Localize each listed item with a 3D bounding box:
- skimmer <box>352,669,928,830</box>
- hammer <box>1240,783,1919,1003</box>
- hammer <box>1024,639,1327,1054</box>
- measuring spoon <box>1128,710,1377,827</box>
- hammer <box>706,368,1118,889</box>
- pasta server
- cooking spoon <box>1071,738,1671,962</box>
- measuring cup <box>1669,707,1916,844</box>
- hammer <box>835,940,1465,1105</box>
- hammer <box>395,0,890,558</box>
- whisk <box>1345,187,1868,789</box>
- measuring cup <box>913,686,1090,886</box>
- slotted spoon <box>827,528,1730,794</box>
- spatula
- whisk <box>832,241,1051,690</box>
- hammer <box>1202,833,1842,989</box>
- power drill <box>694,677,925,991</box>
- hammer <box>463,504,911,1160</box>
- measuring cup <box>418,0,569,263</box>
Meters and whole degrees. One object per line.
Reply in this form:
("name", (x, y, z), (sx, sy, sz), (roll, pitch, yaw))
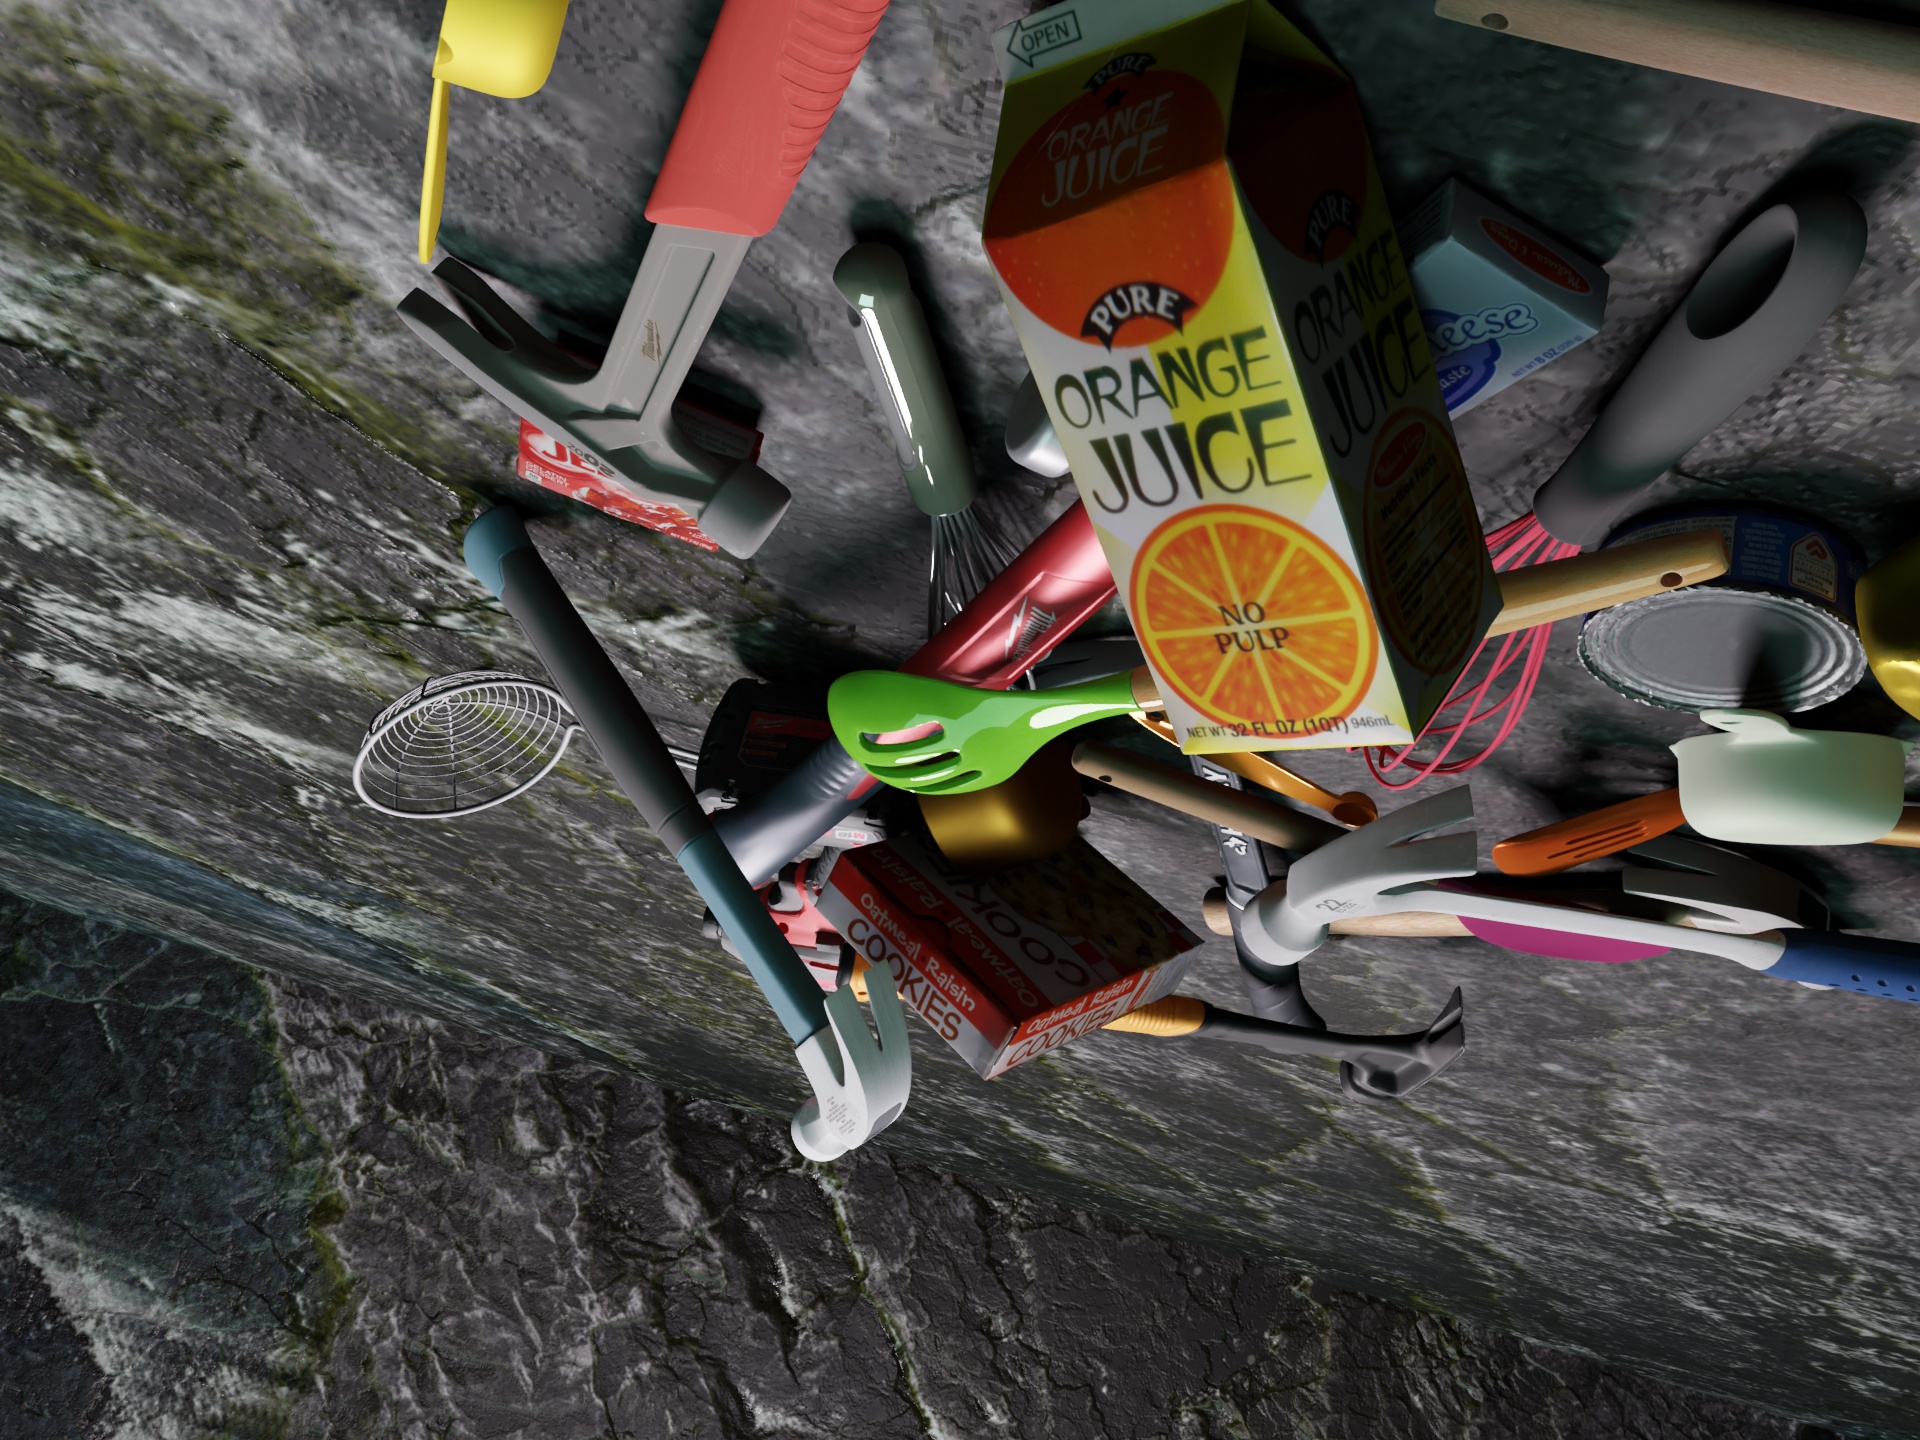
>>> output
("skimmer", (-0.164, 0.048, 0.932), (0.363, 0.090, 0.127), (15, 144, 2))
("hammer", (0.335, 0.095, 0.672), (0.405, 0.035, 0.144), (10, 155, -11))
("hammer", (0.143, 0.083, 0.820), (0.149, 0.036, 0.408), (9, 150, 23))
("measuring spoon", (0.122, 0.015, 0.665), (0.117, 0.011, 0.021), (26, 150, 1))
("hammer", (-0.001, -0.002, 0.637), (0.143, 0.038, 0.386), (22, 147, -21))
("pasta server", (0.255, -0.116, 0.328), (0.316, 0.040, 0.060), (15, 169, 7))
("cooking spoon", (0.188, 0.063, 0.706), (0.318, 0.017, 0.068), (19, 154, -21))
("measuring cup", (0.284, 0.021, 0.559), (0.083, 0.038, 0.167), (-2, 172, 35))
("hammer", (0.100, 0.157, 0.869), (0.337, 0.034, 0.127), (10, 150, -6))
("hammer", (-0.065, -0.162, 0.423), (0.149, 0.037, 0.359), (36, 151, -8))
("whisk", (0.181, -0.055, 0.498), (0.073, 0.073, 0.295), (17, 153, -1))
("measuring cup", (0.043, 0.032, 0.793), (0.052, 0.095, 0.173), (-20, 164, 29))
("slotted spoon", (0.081, -0.016, 0.519), (0.314, 0.031, 0.070), (-13, 135, 33))
("spatula", (0.382, 0.051, 0.628), (0.323, 0.041, 0.081), (3, 166, 27))
("whisk", (-0.005, -0.080, 0.585), (0.059, 0.058, 0.246), (-28, 147, -3))
("hammer", (0.268, 0.099, 0.832), (0.331, 0.031, 0.129), (-6, 149, 44))
("power drill", (-0.081, 0.078, 0.882), (0.143, 0.079, 0.219), (8, 142, 5))
("hammer", (-0.128, 0.045, 0.718), (0.331, 0.033, 0.128), (55, 147, 8))
("measuring cup", (-0.130, -0.169, 0.438), (0.029, 0.062, 0.156), (11, 158, -19))
